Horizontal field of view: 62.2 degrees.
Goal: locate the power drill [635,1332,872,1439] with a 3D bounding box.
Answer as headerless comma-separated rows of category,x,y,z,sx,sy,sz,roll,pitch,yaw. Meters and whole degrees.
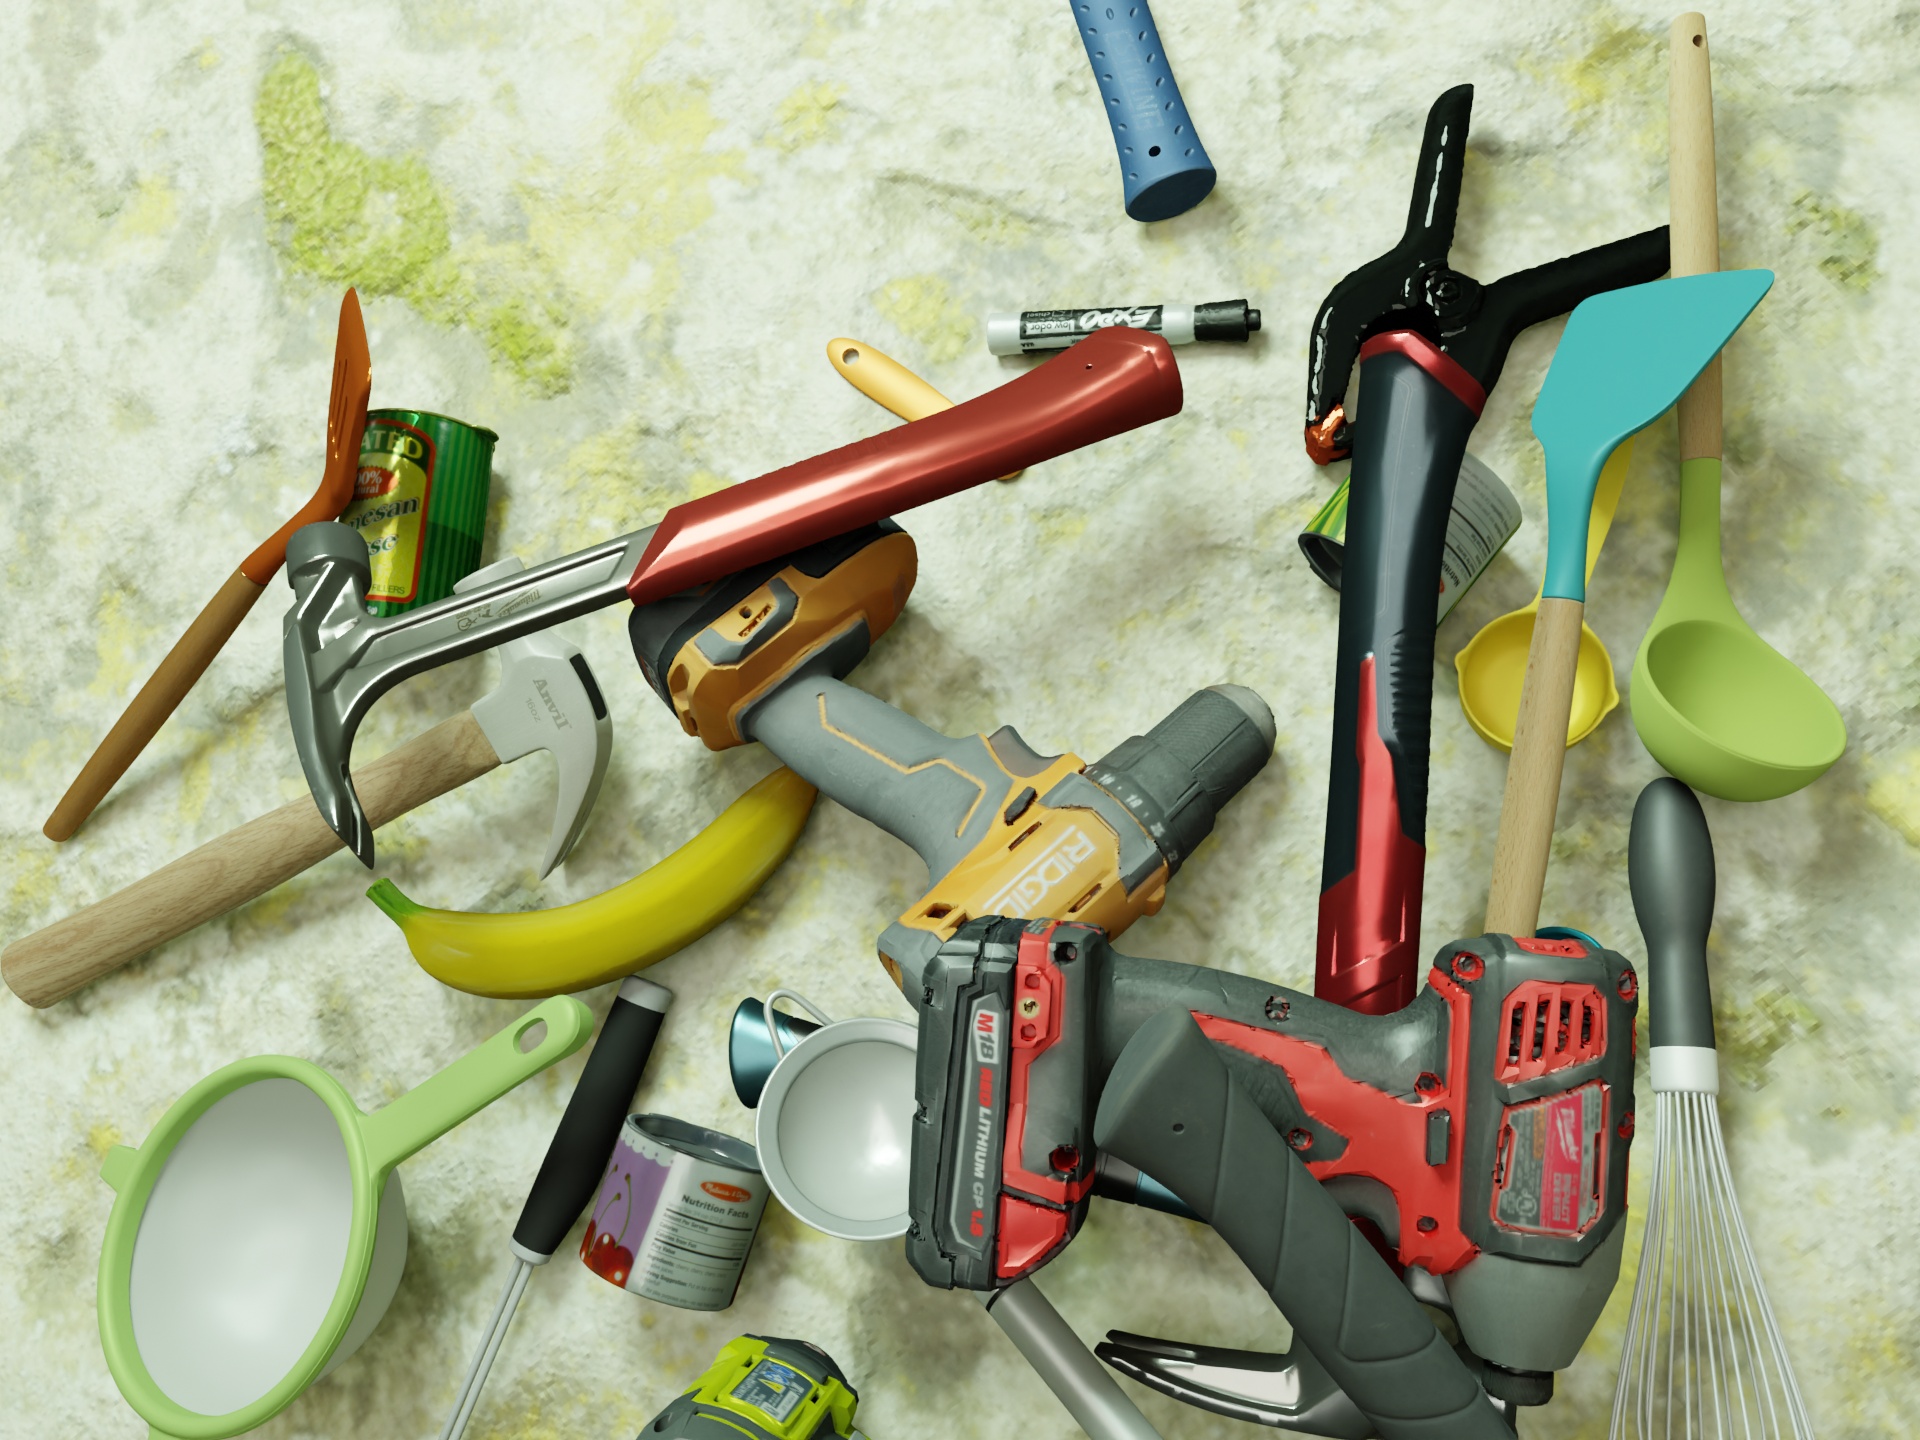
power drill,0.003,0.288,0.548,0.223,0.171,0.080,24,84,10

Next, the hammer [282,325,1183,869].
hammer,-0.081,-0.069,0.613,0.359,0.036,0.149,-20,57,-4

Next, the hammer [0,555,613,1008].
hammer,-0.304,0.056,0.726,0.331,0.031,0.130,-26,98,14

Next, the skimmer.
skimmer,-0.223,0.267,0.641,0.127,0.090,0.363,12,76,49

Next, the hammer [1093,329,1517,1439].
hammer,0.132,0.053,0.572,0.143,0.038,0.386,3,85,17

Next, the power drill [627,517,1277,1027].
power drill,-0.001,-0.002,0.647,0.185,0.084,0.226,-40,70,-16

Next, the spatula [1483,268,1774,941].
spatula,0.227,-0.016,0.588,0.082,0.044,0.317,8,87,55

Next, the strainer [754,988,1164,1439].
strainer,0.008,0.198,0.572,0.087,0.050,0.259,-33,58,-22

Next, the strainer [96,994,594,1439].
strainer,-0.244,0.193,0.667,0.256,0.069,0.152,-34,58,9

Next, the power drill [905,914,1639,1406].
power drill,0.099,0.135,0.510,0.219,0.078,0.143,3,89,11

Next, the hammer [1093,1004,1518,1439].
hammer,0.178,0.244,0.470,0.149,0.036,0.409,-37,99,14

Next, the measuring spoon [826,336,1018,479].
measuring spoon,-0.018,-0.146,0.727,0.117,0.011,0.021,36,88,19

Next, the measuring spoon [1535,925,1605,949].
measuring spoon,0.228,0.142,0.596,0.042,0.021,0.128,-3,84,42

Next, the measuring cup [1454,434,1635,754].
measuring cup,0.241,-0.059,0.633,0.062,0.029,0.156,17,79,17

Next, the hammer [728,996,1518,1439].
hammer,0.058,0.173,0.621,0.331,0.033,0.128,13,82,17

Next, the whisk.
whisk,0.258,0.157,0.564,0.070,0.070,0.285,-1,72,14

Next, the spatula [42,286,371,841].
spatula,-0.347,-0.055,0.734,0.322,0.041,0.081,-45,46,18

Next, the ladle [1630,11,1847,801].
ladle,0.290,-0.128,0.607,0.078,0.062,0.320,5,81,-13

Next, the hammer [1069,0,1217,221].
hammer,0.049,-0.422,0.762,0.144,0.035,0.406,-18,73,10
